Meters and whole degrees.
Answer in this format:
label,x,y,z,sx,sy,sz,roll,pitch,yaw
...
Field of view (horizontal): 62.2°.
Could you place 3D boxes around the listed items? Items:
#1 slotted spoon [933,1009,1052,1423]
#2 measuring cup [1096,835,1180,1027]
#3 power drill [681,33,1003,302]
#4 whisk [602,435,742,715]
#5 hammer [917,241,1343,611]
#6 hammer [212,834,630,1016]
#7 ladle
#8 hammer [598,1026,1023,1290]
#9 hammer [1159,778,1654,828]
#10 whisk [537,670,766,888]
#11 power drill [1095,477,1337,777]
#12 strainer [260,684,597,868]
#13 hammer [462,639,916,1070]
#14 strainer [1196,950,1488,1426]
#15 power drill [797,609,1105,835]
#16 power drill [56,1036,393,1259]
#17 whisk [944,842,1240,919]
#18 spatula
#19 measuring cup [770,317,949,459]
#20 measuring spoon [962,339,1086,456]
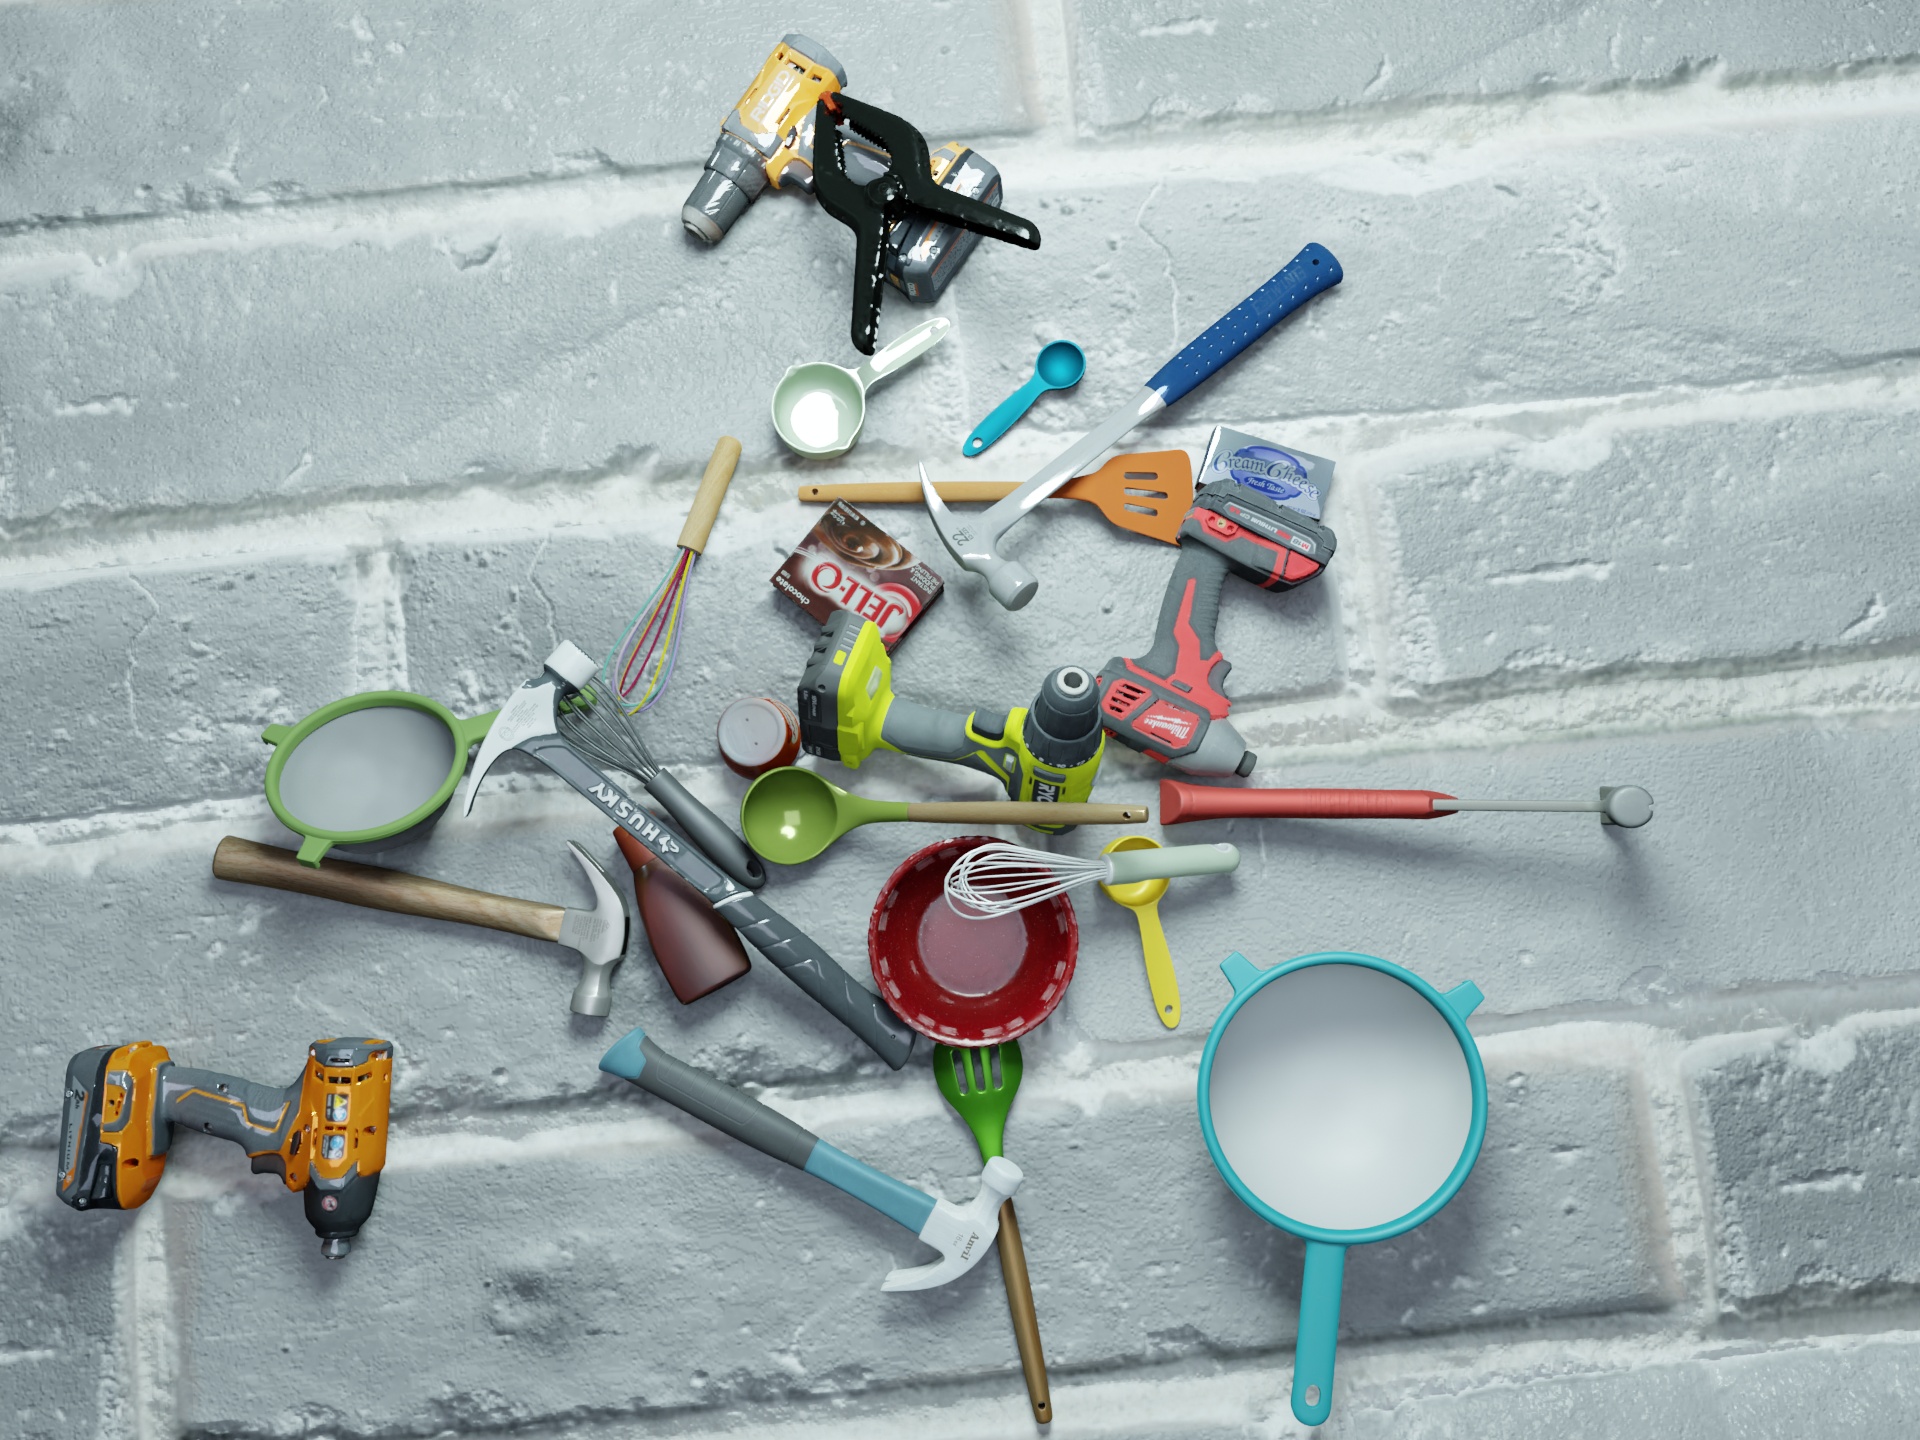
label,x,y,z,sx,sy,sz,roll,pitch,yaw
slotted spoon,0.036,0.381,1.227,0.070,0.031,0.314,-11,85,0
measuring cup,0.146,0.166,1.258,0.062,0.029,0.156,-15,96,-14
power drill,-0.103,-0.432,1.302,0.226,0.084,0.185,34,86,8
whisk,-0.230,-0.118,1.282,0.051,0.047,0.245,21,79,-10
hammer,0.144,-0.258,1.278,0.405,0.035,0.144,-39,69,-11
hammer,-0.423,0.137,1.253,0.331,0.031,0.130,12,83,2
ladle,-0.018,0.072,1.201,0.320,0.062,0.078,-1,98,21
hammer,-0.126,0.326,1.221,0.331,0.033,0.128,26,97,6
hammer,0.336,0.065,1.238,0.359,0.149,0.037,0,87,11
whisk,-0.240,0.047,1.243,0.055,0.055,0.239,-45,98,-5
power drill,0.203,-0.066,1.257,0.143,0.078,0.220,27,87,-1
strainer,-0.408,0.035,1.255,0.256,0.069,0.152,-20,51,-20
hammer,-0.191,0.127,1.205,0.409,0.036,0.149,42,81,-8
strainer,0.274,0.343,1.199,0.211,0.095,0.340,6,85,3
power drill,-0.002,-0.004,1.196,0.228,0.190,0.080,17,61,7
power drill,-0.552,0.323,1.208,0.226,0.084,0.164,2,84,-4
whisk,0.103,0.115,1.206,0.246,0.058,0.059,-3,109,-20
spatula,0.029,-0.184,1.299,0.322,0.041,0.081,0,85,4
measuring cup,-0.078,-0.276,1.302,0.167,0.038,0.083,-35,84,-6
measuring spoon,0.052,-0.261,1.314,0.128,0.021,0.042,-42,75,4
